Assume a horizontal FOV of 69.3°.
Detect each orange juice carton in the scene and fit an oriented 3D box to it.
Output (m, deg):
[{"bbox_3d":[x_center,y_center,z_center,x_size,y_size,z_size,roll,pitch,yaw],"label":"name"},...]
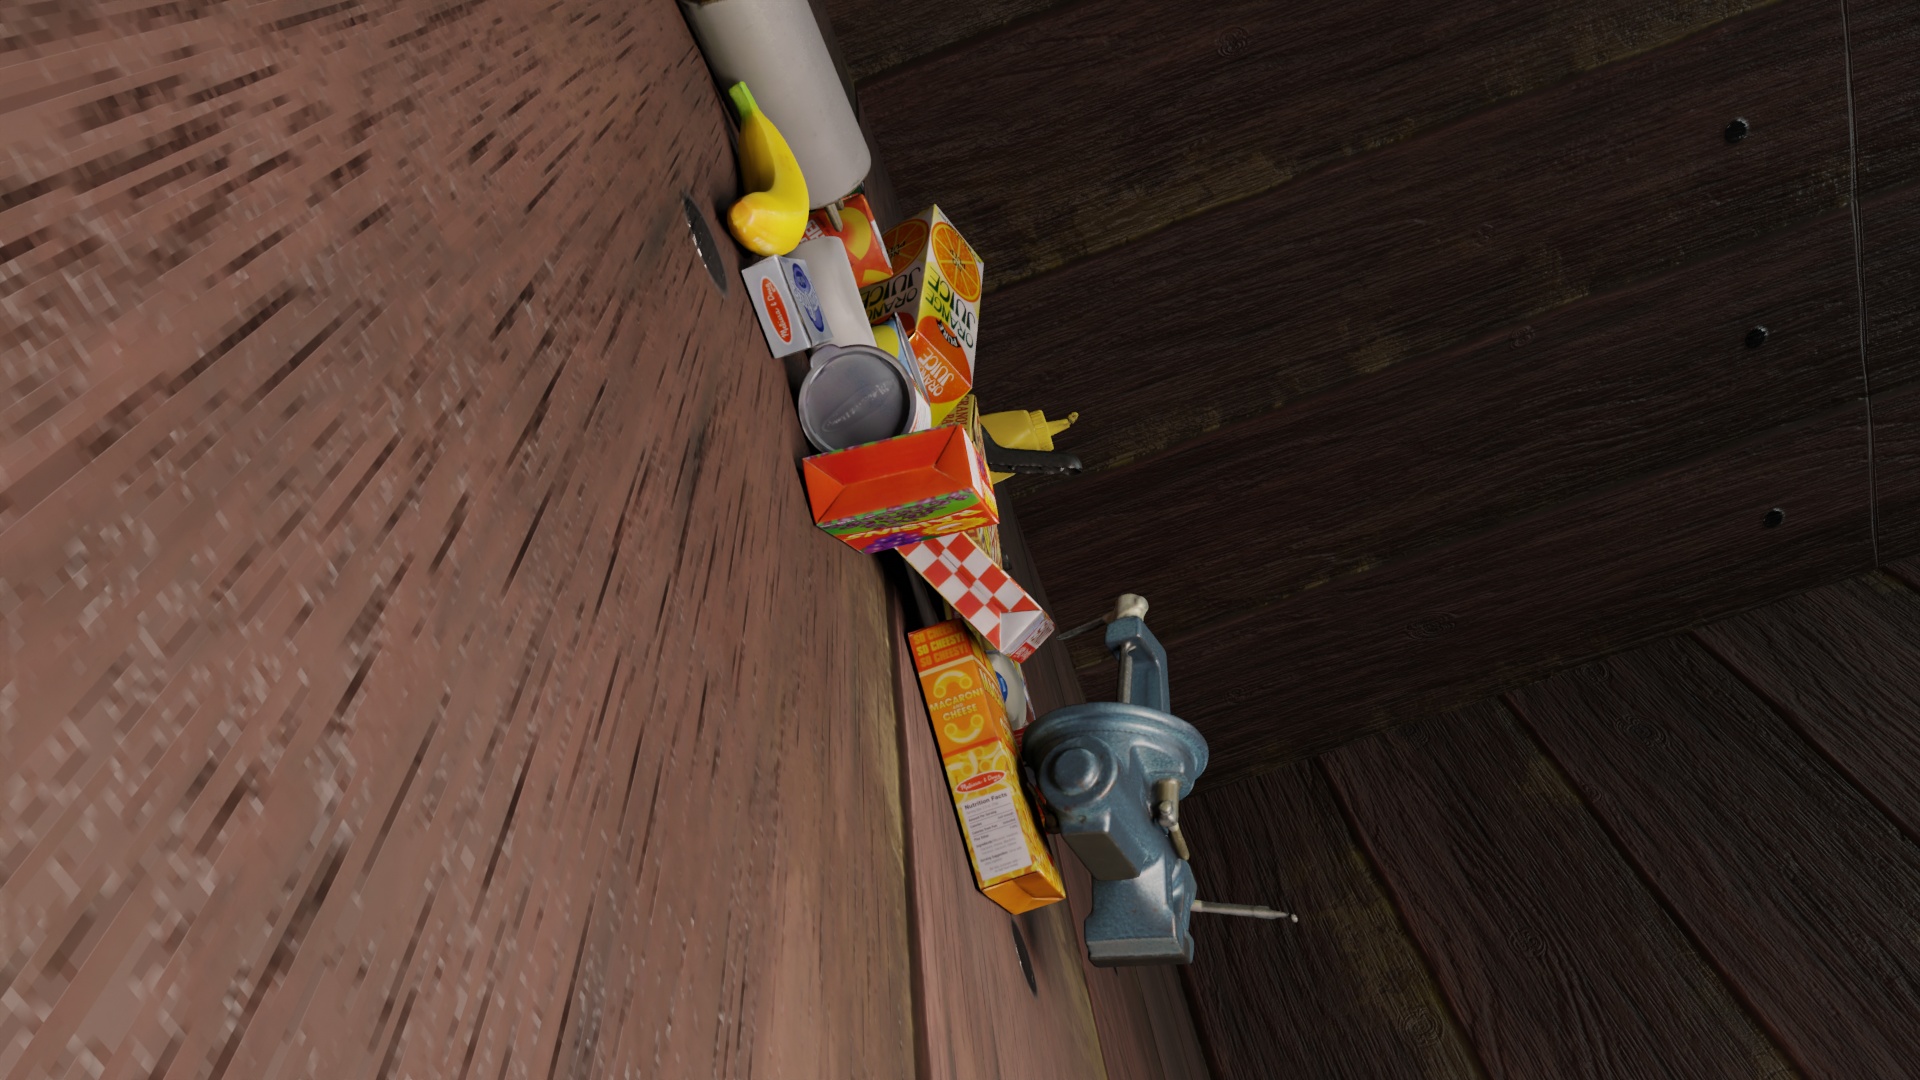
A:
[{"bbox_3d":[-0.036,-0.163,1.071,0.071,0.073,0.194,45,37,-37],"label":"orange juice carton"}]

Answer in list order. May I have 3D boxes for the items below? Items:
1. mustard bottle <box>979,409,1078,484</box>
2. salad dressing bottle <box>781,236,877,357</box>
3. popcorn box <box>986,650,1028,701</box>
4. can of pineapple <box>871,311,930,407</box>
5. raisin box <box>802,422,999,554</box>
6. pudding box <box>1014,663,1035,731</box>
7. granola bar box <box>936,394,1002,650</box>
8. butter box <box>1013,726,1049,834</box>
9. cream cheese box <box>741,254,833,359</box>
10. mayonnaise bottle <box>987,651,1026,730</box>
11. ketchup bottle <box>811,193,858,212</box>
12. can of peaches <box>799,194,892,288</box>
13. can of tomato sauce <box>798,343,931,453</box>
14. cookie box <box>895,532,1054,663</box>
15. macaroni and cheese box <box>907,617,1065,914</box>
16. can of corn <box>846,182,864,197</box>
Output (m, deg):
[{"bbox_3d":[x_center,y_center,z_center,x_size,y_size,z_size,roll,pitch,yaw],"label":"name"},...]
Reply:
[{"bbox_3d":[0.033,-0.085,1.275,0.048,0.160,0.065,67,7,-55],"label":"mustard bottle"},{"bbox_3d":[-0.075,-0.119,0.893,0.064,0.044,0.147,6,65,-87],"label":"salad dressing bottle"},{"bbox_3d":[0.019,0.076,1.198,0.127,0.038,0.085,-103,172,-53],"label":"popcorn box"},{"bbox_3d":[-0.059,-0.114,0.956,0.071,0.058,0.071,-24,94,-86],"label":"can of pineapple"},{"bbox_3d":[-0.029,-0.026,0.763,0.123,0.086,0.040,45,32,-79],"label":"raisin box"},{"bbox_3d":[0.045,0.136,1.297,0.084,0.030,0.049,-102,172,-57],"label":"pudding box"},{"bbox_3d":[0.004,-0.014,1.093,0.125,0.039,0.164,-85,168,-56],"label":"granola bar box"},{"bbox_3d":[0.050,0.181,1.029,0.024,0.053,0.103,-101,171,-50],"label":"butter box"},{"bbox_3d":[-0.098,-0.135,0.799,0.104,0.024,0.053,-82,153,-80],"label":"cream cheese box"},{"bbox_3d":[0.022,0.116,1.058,0.148,0.041,0.065,39,34,-79],"label":"mayonnaise bottle"},{"bbox_3d":[-0.094,-0.258,1.229,0.065,0.043,0.148,-105,174,-46],"label":"ketchup bottle"},{"bbox_3d":[-0.089,-0.220,1.045,0.071,0.058,0.071,-24,94,-86],"label":"can of peaches"},{"bbox_3d":[-0.055,-0.076,0.807,0.083,0.071,0.071,22,49,-85],"label":"can of tomato sauce"},{"bbox_3d":[0.004,0.022,0.912,0.123,0.040,0.167,44,-1,10],"label":"cookie box"},{"bbox_3d":[0.018,0.146,0.890,0.123,0.040,0.167,62,10,-65],"label":"macaroni and cheese box"},{"bbox_3d":[-0.111,-0.288,1.059,0.071,0.058,0.071,-24,94,-85],"label":"can of corn"}]
